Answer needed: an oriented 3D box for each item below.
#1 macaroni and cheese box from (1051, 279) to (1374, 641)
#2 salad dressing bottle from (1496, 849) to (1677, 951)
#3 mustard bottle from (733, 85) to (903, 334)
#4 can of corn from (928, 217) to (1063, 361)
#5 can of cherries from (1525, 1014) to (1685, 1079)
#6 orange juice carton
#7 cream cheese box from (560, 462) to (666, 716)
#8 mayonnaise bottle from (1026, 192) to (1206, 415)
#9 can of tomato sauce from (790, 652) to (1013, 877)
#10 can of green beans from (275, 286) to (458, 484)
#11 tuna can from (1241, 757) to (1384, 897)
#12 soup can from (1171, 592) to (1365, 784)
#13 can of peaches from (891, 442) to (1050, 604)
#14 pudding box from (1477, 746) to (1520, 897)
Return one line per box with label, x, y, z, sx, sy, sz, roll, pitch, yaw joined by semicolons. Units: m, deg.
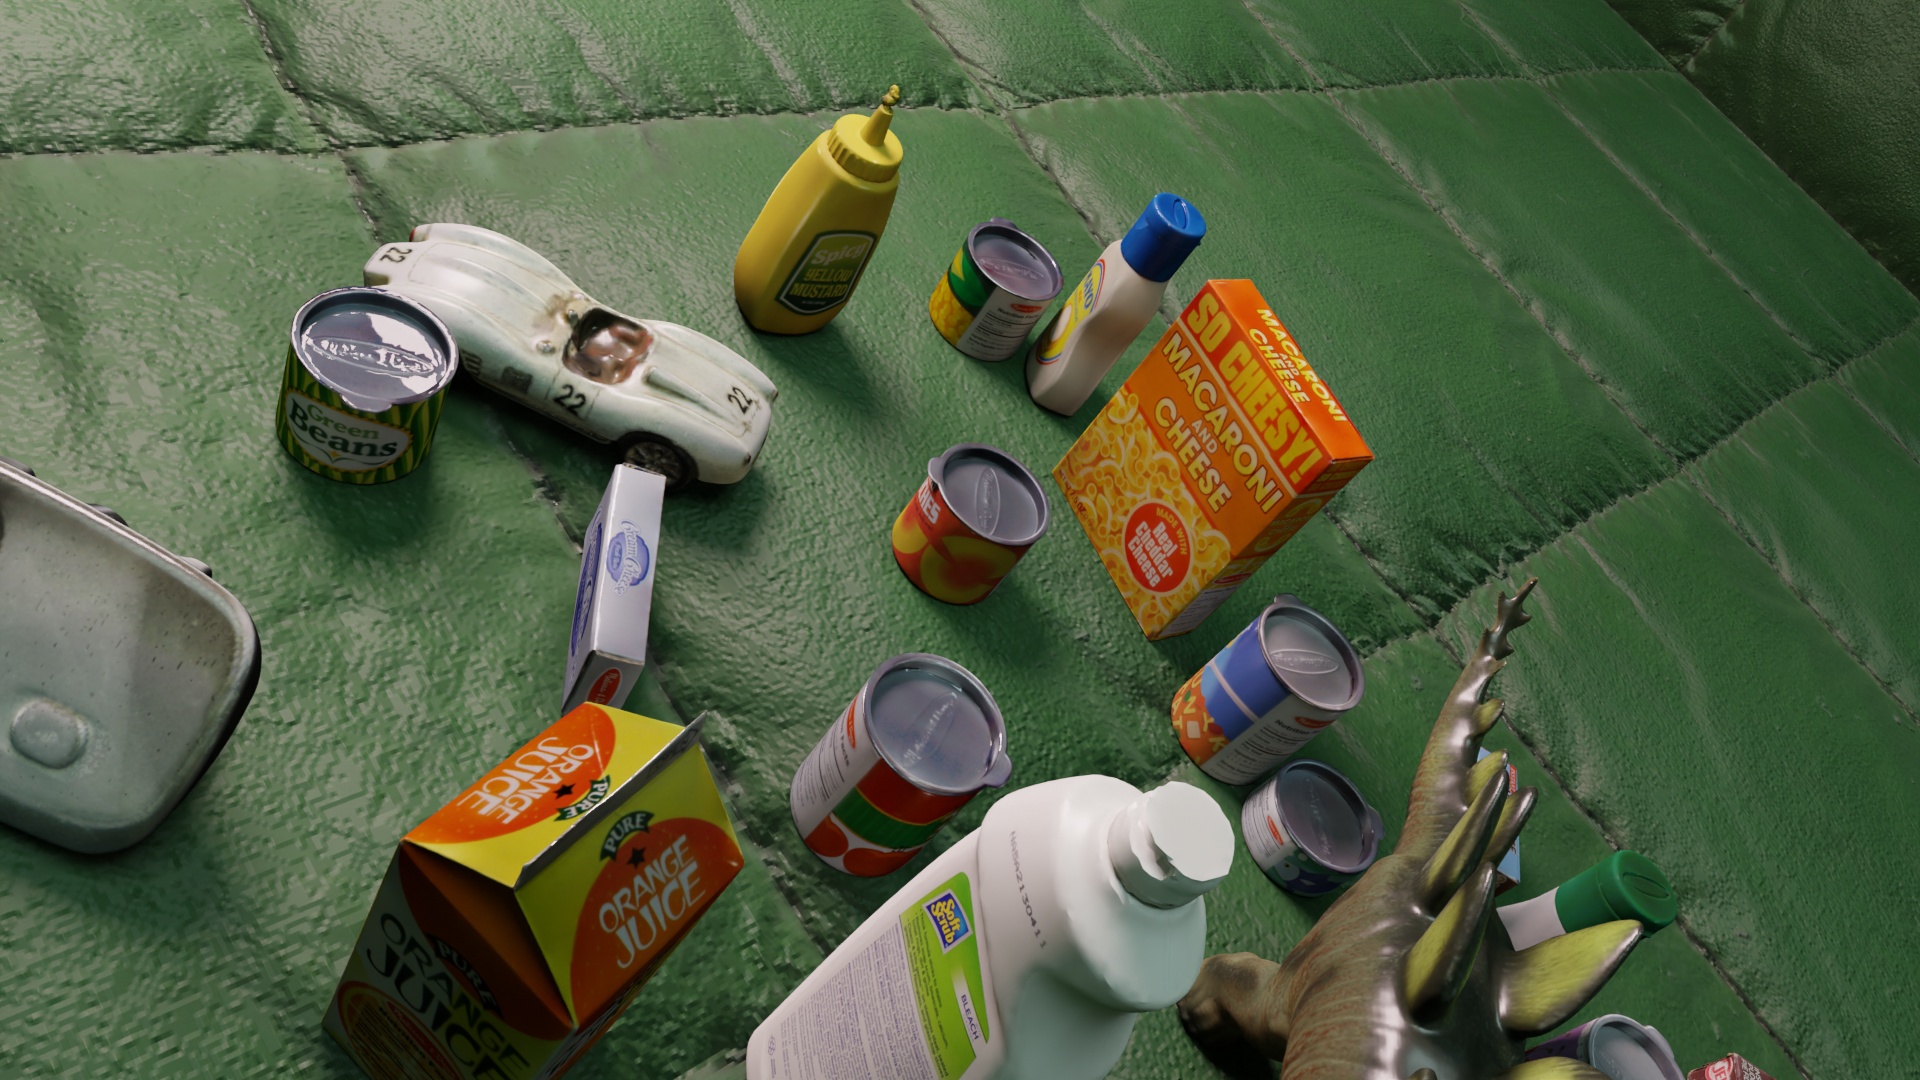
macaroni and cheese box;0.132;-0.042;0.763;0.040;0.165;0.124;-8;59;-38
salad dressing bottle;0.272;0.196;0.666;0.064;0.147;0.044;22;45;-17
mustard bottle;-0.070;-0.179;0.751;0.065;0.159;0.049;-9;60;-38
can of corn;0.021;-0.156;0.866;0.071;0.058;0.071;18;46;-20
can of cherries;0.319;0.278;0.692;0.071;0.058;0.072;18;46;-20
orange juice carton;-0.132;0.119;0.430;0.073;0.191;0.072;44;43;6
cream cheese box;-0.151;0.022;0.603;0.024;0.053;0.104;16;47;-22
mayonnaise bottle;0.091;-0.143;0.836;0.041;0.147;0.065;21;45;-18
can of tomato sauce;-0.026;0.099;0.598;0.071;0.082;0.071;18;46;-20
can of green beans;-0.259;-0.067;0.604;0.071;0.057;0.071;18;46;-20
tuna can;0.185;0.151;0.731;0.071;0.032;0.071;18;46;-20
soup can;0.161;0.080;0.738;0.071;0.083;0.072;18;46;-20
can of peaches;0.003;-0.009;0.728;0.071;0.057;0.071;18;46;-20
pudding box;0.284;0.162;0.775;0.030;0.049;0.084;32;43;-7
